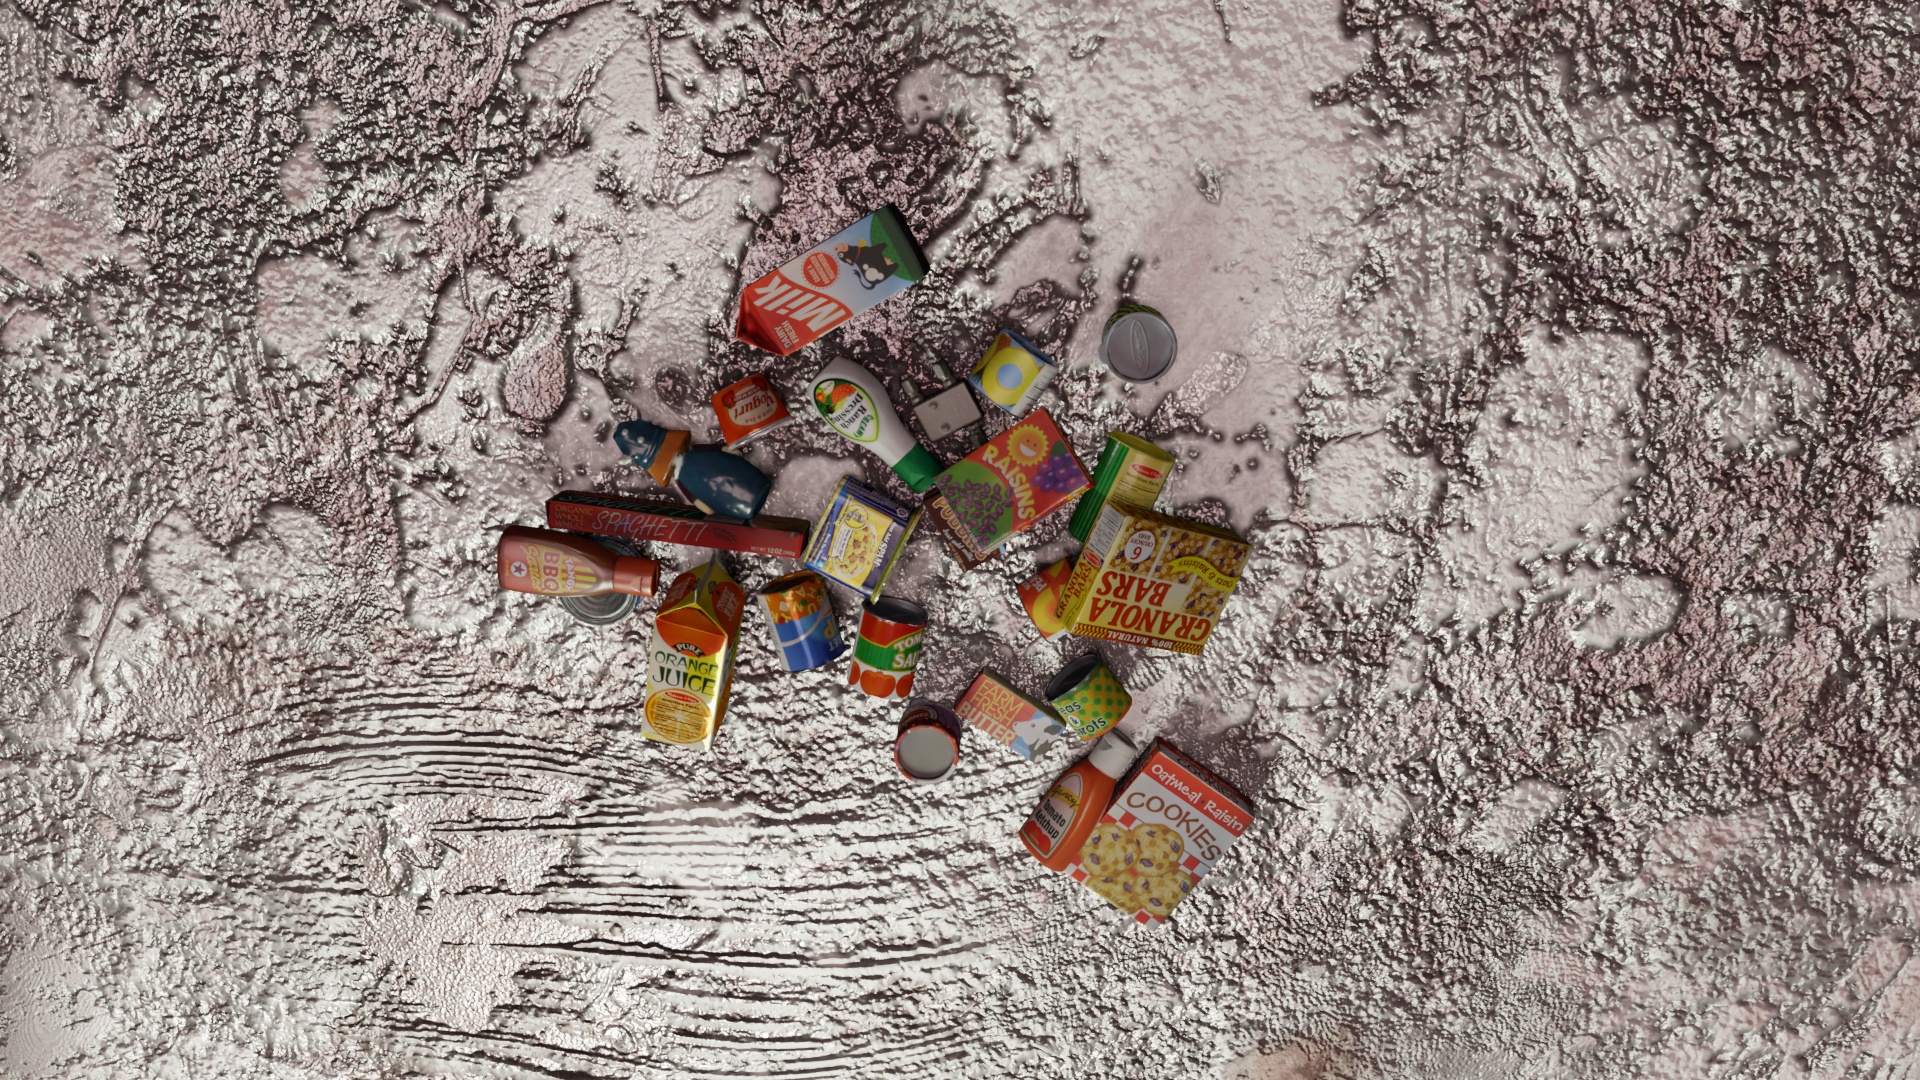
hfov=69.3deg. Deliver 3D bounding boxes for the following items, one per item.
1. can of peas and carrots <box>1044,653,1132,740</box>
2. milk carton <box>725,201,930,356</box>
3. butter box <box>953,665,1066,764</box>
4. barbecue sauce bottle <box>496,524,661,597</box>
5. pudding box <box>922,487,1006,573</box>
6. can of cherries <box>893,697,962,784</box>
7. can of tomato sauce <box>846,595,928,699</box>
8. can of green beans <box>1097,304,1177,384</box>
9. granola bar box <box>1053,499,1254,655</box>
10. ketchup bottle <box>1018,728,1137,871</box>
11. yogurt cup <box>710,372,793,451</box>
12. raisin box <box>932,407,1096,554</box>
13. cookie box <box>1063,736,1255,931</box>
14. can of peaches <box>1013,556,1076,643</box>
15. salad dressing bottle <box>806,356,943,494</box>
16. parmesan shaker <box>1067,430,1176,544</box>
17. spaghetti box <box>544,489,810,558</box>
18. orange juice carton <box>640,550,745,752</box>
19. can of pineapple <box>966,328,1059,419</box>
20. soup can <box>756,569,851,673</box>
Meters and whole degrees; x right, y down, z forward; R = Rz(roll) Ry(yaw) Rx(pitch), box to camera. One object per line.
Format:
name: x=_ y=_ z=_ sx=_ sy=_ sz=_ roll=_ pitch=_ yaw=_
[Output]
can of peas and carrots: x=0.125 y=0.155 z=1.362 sx=0.071 sy=0.071 sz=0.058 roll=-37 pitch=101 yaw=12
milk carton: x=-0.128 y=-0.229 z=1.266 sx=0.190 sy=0.072 sz=0.073 roll=-28 pitch=103 yaw=11
butter box: x=0.050 y=0.176 z=1.396 sx=0.103 sy=0.024 sz=0.053 roll=33 pitch=104 yaw=-6
barbecue sauce bottle: x=-0.364 y=0.026 z=1.330 sx=0.149 sy=0.044 sz=0.064 roll=8 pitch=114 yaw=0
pudding box: x=0.005 y=-0.017 z=1.341 sx=0.049 sy=0.030 sz=0.083 roll=-28 pitch=103 yaw=9
can of cherries: x=-0.034 y=0.200 z=1.390 sx=0.071 sy=0.058 sz=0.071 roll=1 pitch=107 yaw=3
can of tomato sauce: x=-0.070 y=0.105 z=1.360 sx=0.071 sy=0.071 sz=0.082 roll=13 pitch=107 yaw=0
can of green beans: x=0.163 y=-0.180 z=1.271 sx=0.071 sy=0.058 sz=0.071 roll=1 pitch=106 yaw=3
granola bar box: x=0.181 y=0.037 z=1.300 sx=0.166 sy=0.039 sz=0.123 roll=12 pitch=109 yaw=-34
ketchup bottle: x=0.122 y=0.258 z=1.398 sx=0.043 sy=0.065 sz=0.148 roll=29 pitch=100 yaw=-40
yogurt cup: x=-0.199 y=-0.122 z=1.306 sx=0.072 sy=0.072 sz=0.054 roll=-26 pitch=95 yaw=10
raisin box: x=0.050 y=-0.054 z=1.283 sx=0.123 sy=0.040 sz=0.086 roll=-33 pitch=81 yaw=11
cookie box: x=0.199 y=0.299 z=1.415 sx=0.123 sy=0.040 sz=0.167 roll=35 pitch=106 yaw=-7
can of peaches: x=0.093 y=0.055 z=1.337 sx=0.058 sy=0.071 sz=0.071 roll=-30 pitch=102 yaw=11
salad dressing bottle: x=-0.079 y=-0.107 z=1.312 sx=0.147 sy=0.044 sz=0.064 roll=45 pitch=120 yaw=-9
parmesan shaker: x=0.148 y=-0.044 z=1.306 sx=0.071 sy=0.071 sz=0.102 roll=23 pitch=107 yaw=-3
spaghetti box: x=-0.273 y=-0.017 z=1.347 sx=0.250 sy=0.050 sz=0.028 roll=7 pitch=105 yaw=1
orange juice carton: x=-0.257 y=0.105 z=1.345 sx=0.073 sy=0.072 sz=0.191 roll=14 pitch=122 yaw=-1
can of pineapple: x=0.048 y=-0.155 z=1.281 sx=0.071 sy=0.071 sz=0.057 roll=35 pitch=105 yaw=-7
soup can: x=-0.153 y=0.077 z=1.359 sx=0.071 sy=0.071 sz=0.083 roll=-15 pitch=104 yaw=8
